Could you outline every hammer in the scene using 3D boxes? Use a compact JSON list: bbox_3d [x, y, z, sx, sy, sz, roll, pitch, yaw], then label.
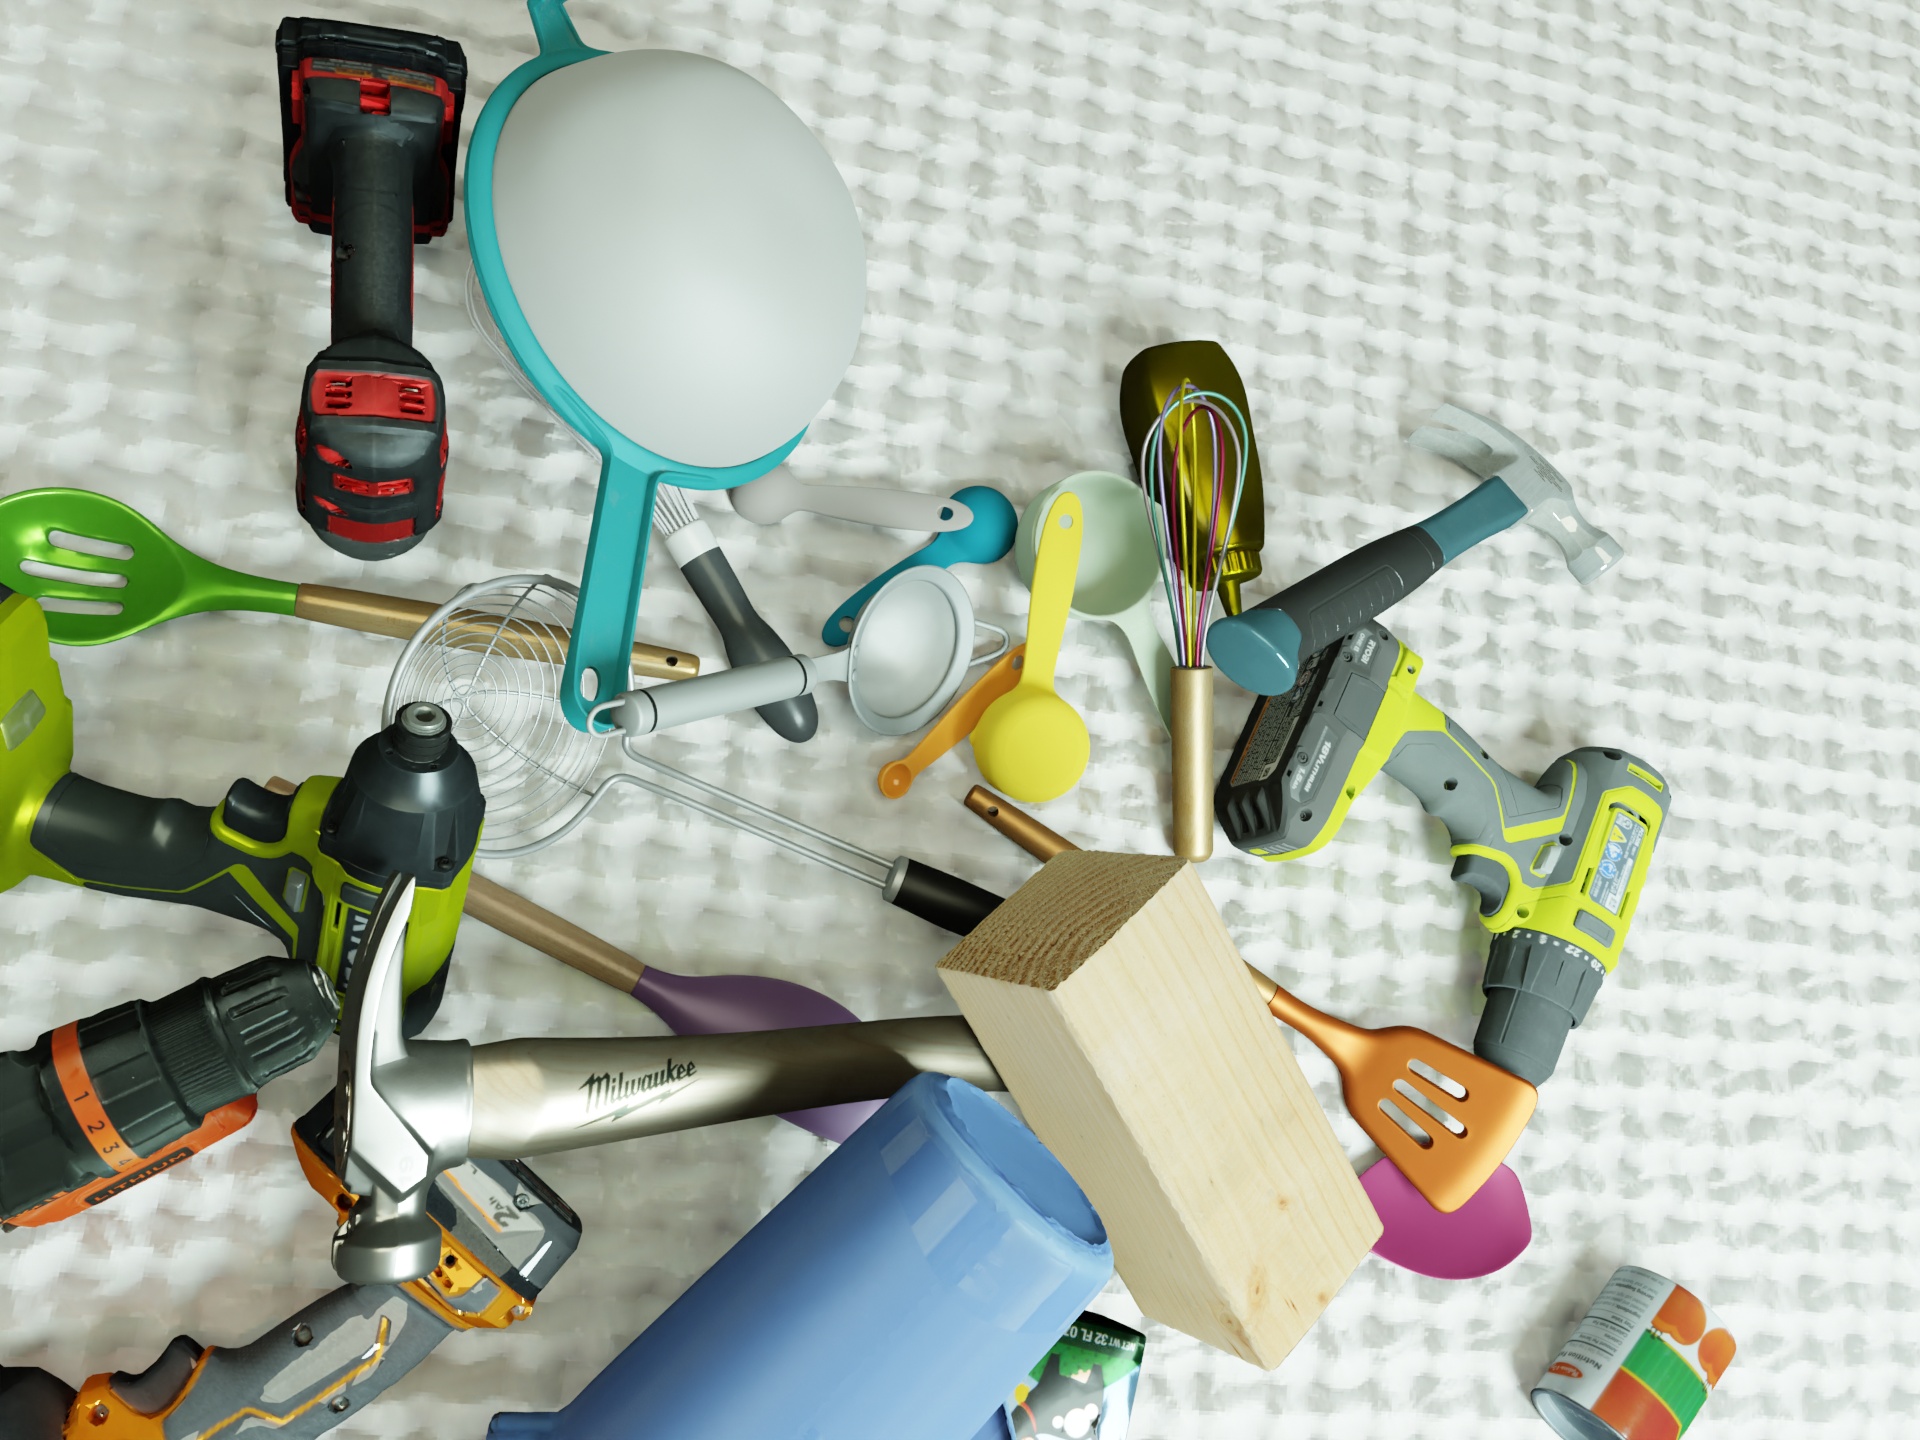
[{"bbox_3d":[-0.050,0.138,0.682,0.410,0.038,0.146,4,88,-33],"label":"hammer"},{"bbox_3d":[0.233,-0.083,0.820,0.331,0.033,0.128,-28,76,-42],"label":"hammer"}]

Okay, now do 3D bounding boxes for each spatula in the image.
[{"bbox_3d":[-0.169,0.104,0.726,0.315,0.018,0.060,29,70,-10],"label":"spatula"},{"bbox_3d":[0.138,0.127,0.800,0.322,0.041,0.081,34,97,-5],"label":"spatula"}]

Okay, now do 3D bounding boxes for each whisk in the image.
[{"bbox_3d":[0.119,-0.049,0.807,0.051,0.047,0.245,-4,98,-12],"label":"whisk"},{"bbox_3d":[-0.145,-0.113,0.764,0.070,0.070,0.284,-32,93,-21],"label":"whisk"}]

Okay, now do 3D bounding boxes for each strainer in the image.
[{"bbox_3d":[-0.114,-0.160,0.697,0.210,0.095,0.341,28,57,-43],"label":"strainer"},{"bbox_3d":[-0.071,-0.024,0.727,0.258,0.050,0.086,-17,119,-51],"label":"strainer"}]

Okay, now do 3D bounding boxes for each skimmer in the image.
[{"bbox_3d":[-0.079,0.051,0.726,0.363,0.090,0.127,24,81,-11],"label":"skimmer"}]

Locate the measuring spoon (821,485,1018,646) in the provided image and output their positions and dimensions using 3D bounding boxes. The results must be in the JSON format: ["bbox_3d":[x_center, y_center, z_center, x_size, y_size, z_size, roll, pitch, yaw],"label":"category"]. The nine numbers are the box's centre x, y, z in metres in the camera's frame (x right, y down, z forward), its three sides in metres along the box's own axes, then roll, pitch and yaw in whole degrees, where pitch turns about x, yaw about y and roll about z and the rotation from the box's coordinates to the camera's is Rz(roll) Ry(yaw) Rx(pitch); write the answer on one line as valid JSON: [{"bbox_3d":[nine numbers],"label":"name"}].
[{"bbox_3d":[-0.019,-0.078,0.810,0.128,0.021,0.042,-39,91,-21],"label":"measuring spoon"}]

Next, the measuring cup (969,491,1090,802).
[{"bbox_3d":[0.044,-0.035,0.786,0.062,0.029,0.156,6,99,-14],"label":"measuring cup"}]

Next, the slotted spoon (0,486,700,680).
[{"bbox_3d":[-0.275,-0.048,0.724,0.313,0.031,0.070,9,76,-17],"label":"slotted spoon"}]

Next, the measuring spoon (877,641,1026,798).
[{"bbox_3d":[-0.001,-0.003,0.805,0.117,0.011,0.021,-44,129,-22],"label":"measuring spoon"}]

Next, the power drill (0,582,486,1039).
[{"bbox_3d":[-0.304,0.033,0.628,0.223,0.171,0.080,19,38,-8],"label":"power drill"}]

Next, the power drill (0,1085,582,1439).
[{"bbox_3d":[-0.282,0.244,0.630,0.164,0.084,0.226,44,74,-3],"label":"power drill"}]

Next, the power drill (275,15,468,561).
[{"bbox_3d":[-0.261,-0.181,0.704,0.078,0.143,0.220,0,72,-21],"label":"power drill"}]

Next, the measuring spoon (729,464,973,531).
[{"bbox_3d":[-0.054,-0.112,0.799,0.124,0.018,0.034,6,75,-5],"label":"measuring spoon"}]

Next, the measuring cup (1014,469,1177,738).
[{"bbox_3d":[0.084,-0.050,0.833,0.083,0.038,0.167,-31,103,-18],"label":"measuring cup"}]

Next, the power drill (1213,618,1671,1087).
[{"bbox_3d":[0.253,0.066,0.833,0.228,0.080,0.191,31,71,-11],"label":"power drill"}]

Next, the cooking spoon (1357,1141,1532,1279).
[{"bbox_3d":[0.143,0.249,0.788,0.318,0.017,0.069,2,63,-16],"label":"cooking spoon"}]
